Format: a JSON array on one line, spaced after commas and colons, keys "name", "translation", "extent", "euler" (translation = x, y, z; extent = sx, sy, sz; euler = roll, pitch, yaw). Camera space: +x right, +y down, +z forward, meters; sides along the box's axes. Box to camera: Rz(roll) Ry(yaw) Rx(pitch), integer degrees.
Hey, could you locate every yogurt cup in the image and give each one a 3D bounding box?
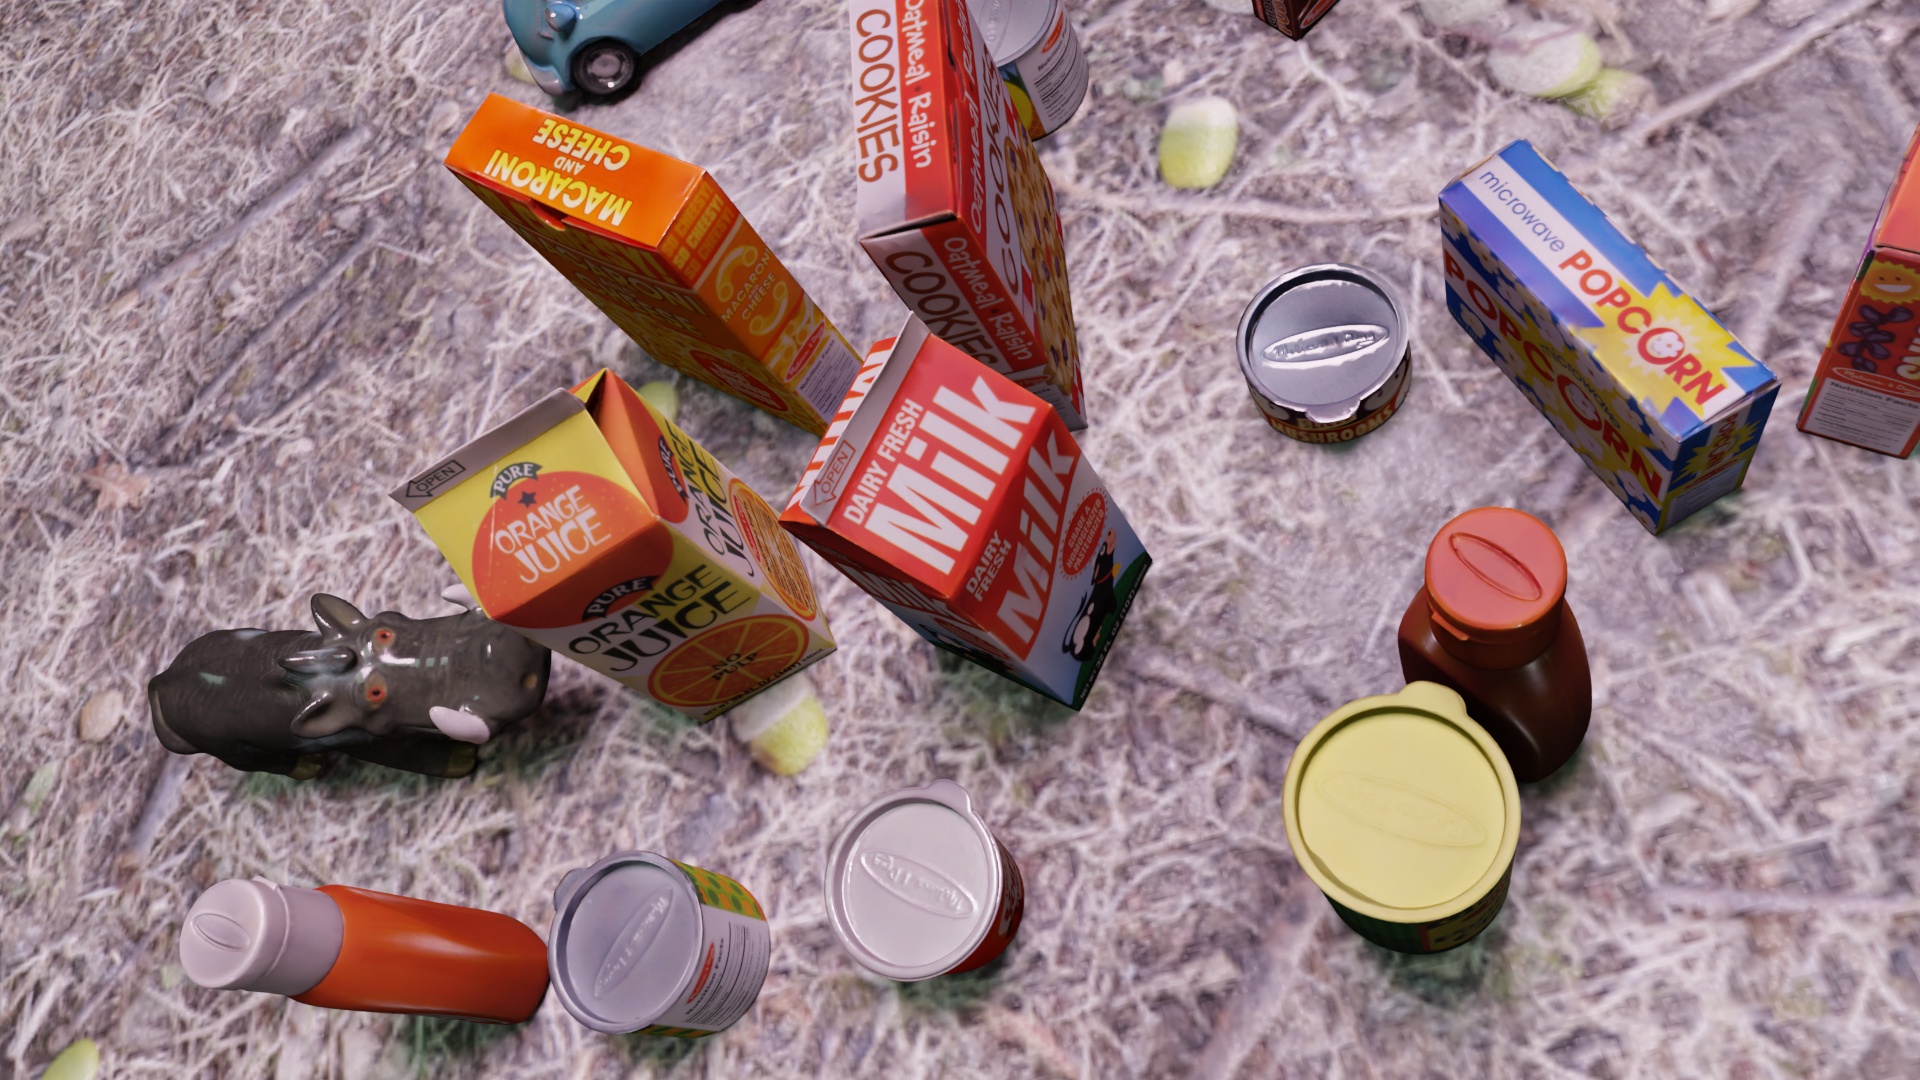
[{"name": "yogurt cup", "translation": [-0.010, 0.130, 0.516], "extent": [0.072, 0.054, 0.072], "euler": [-8, 66, 18]}]

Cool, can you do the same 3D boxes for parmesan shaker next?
[{"name": "parmesan shaker", "translation": [0.145, 0.092, 0.446], "extent": [0.071, 0.103, 0.071], "euler": [-8, 66, 18]}]

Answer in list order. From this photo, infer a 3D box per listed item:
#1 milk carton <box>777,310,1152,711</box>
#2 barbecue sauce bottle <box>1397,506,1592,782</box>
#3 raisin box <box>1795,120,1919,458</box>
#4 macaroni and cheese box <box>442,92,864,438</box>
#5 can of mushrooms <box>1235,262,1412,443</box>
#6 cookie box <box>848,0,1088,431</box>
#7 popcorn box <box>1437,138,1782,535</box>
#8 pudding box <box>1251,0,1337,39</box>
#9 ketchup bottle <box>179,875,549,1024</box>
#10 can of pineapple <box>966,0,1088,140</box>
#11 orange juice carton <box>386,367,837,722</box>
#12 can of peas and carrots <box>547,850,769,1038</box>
[{"name": "milk carton", "translation": [0.002, -0.006, 0.491], "extent": [0.073, 0.190, 0.072], "euler": [22, 78, 27]}, {"name": "barbecue sauce bottle", "translation": [0.167, 0.034, 0.436], "extent": [0.043, 0.148, 0.065], "euler": [-46, 61, -2]}, {"name": "raisin box", "translation": [0.315, -0.093, 0.448], "extent": [0.040, 0.123, 0.086], "euler": [25, 79, 27]}, {"name": "macaroni and cheese box", "translation": [-0.121, -0.111, 0.595], "extent": [0.124, 0.166, 0.040], "euler": [25, 80, 27]}, {"name": "can of mushrooms", "translation": [0.146, -0.072, 0.555], "extent": [0.071, 0.033, 0.071], "euler": [-8, 66, 18]}, {"name": "cookie box", "translation": [0.007, -0.130, 0.554], "extent": [0.040, 0.167, 0.123], "euler": [-12, 65, 16]}, {"name": "popcorn box", "translation": [0.225, -0.072, 0.495], "extent": [0.038, 0.085, 0.127], "euler": [-34, 61, 5]}, {"name": "pudding box", "translation": [0.166, -0.274, 0.622], "extent": [0.084, 0.049, 0.030], "euler": [-46, 61, -2]}, {"name": "ketchup bottle", "translation": [-0.224, 0.157, 0.531], "extent": [0.065, 0.148, 0.043], "euler": [12, 74, 24]}, {"name": "can of pineapple", "translation": [0.020, -0.231, 0.654], "extent": [0.071, 0.057, 0.071], "euler": [-8, 66, 18]}, {"name": "orange juice carton", "translation": [-0.127, 0.001, 0.535], "extent": [0.072, 0.192, 0.073], "euler": [-30, 62, 7]}, {"name": "can of peas and carrots", "translation": [-0.118, 0.158, 0.543], "extent": [0.071, 0.058, 0.071], "euler": [-8, 66, 18]}]
